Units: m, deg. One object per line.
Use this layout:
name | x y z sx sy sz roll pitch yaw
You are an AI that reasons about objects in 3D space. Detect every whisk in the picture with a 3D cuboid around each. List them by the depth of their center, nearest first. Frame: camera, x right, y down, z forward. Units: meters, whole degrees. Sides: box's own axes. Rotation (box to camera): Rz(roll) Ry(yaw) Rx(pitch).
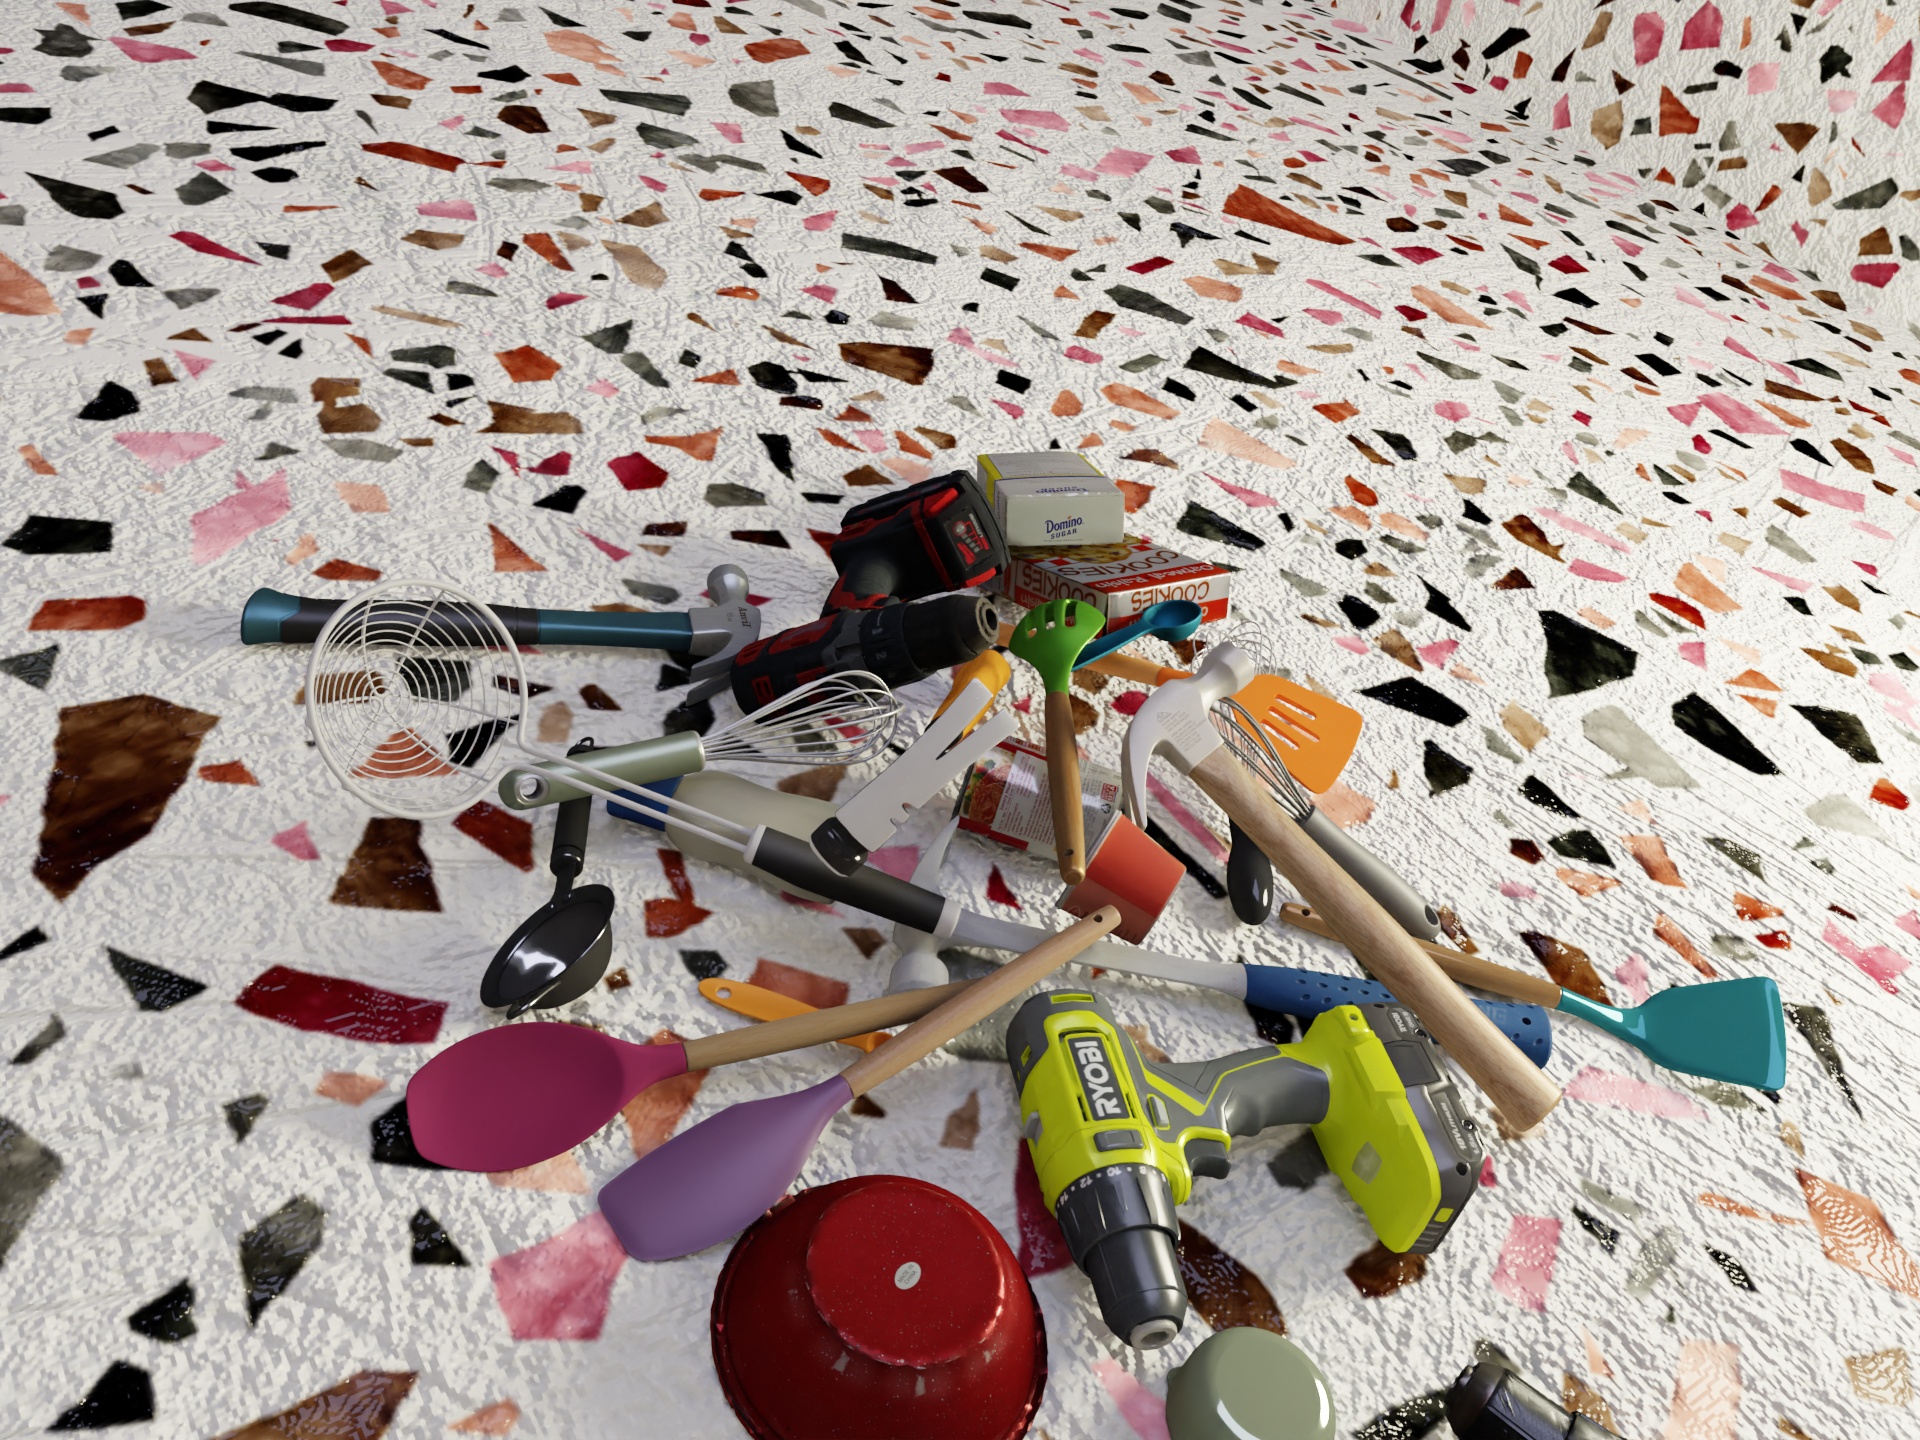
whisk | -0.148 0.016 0.938 0.246 0.058 0.059 -12 11 -21
whisk | 0.224 0.063 1.036 0.239 0.055 0.055 41 39 -6
whisk | 0.194 0.031 1.110 0.070 0.070 0.285 12 43 -6

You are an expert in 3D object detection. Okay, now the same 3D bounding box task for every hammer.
hammer | 0.222 0.107 0.945 0.130 0.031 0.331 -37 76 -18
hammer | 0.159 0.151 0.960 0.405 0.035 0.144 12 38 -7
hammer | -0.002 -0.003 0.972 0.034 0.127 0.337 47 15 -3
hammer | -0.295 -0.063 1.053 0.331 0.033 0.128 1 40 -20

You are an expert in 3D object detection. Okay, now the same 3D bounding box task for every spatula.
spatula | -0.037 0.177 0.820 0.316 0.018 0.060 -29 58 -27
spatula | 0.360 0.162 1.015 0.317 0.044 0.082 17 53 2
spatula | 0.120 -0.030 1.127 0.323 0.041 0.081 17 52 26

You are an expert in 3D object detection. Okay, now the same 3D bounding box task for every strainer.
strainer | -0.219 0.086 0.893 0.087 0.050 0.259 -29 34 12

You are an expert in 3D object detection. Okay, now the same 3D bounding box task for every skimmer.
skimmer | -0.165 0.037 0.853 0.363 0.090 0.127 22 66 -5

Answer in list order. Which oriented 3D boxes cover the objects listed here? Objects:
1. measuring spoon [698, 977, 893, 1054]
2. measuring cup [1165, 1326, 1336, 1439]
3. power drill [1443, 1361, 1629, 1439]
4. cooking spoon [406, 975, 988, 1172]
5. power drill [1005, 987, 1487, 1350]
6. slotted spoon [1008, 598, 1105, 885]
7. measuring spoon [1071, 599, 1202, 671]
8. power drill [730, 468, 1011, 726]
measuring spoon | -0.089 0.165 0.871 0.117 0.011 0.021 18 38 6
measuring cup | 0.113 0.338 0.707 0.083 0.038 0.167 32 38 18
power drill | 0.262 0.391 0.670 0.185 0.084 0.226 35 37 22
cooking spoon | -0.117 0.168 0.817 0.318 0.017 0.069 -9 76 -22
power drill | 0.148 0.227 0.831 0.228 0.080 0.191 0 40 -16
slotted spoon | 0.064 0.000 1.002 0.070 0.031 0.314 -15 32 10
measuring spoon | 0.114 -0.050 1.110 0.128 0.021 0.042 -25 32 -19
power drill | -0.037 -0.085 1.077 0.188 0.080 0.227 -14 26 29
